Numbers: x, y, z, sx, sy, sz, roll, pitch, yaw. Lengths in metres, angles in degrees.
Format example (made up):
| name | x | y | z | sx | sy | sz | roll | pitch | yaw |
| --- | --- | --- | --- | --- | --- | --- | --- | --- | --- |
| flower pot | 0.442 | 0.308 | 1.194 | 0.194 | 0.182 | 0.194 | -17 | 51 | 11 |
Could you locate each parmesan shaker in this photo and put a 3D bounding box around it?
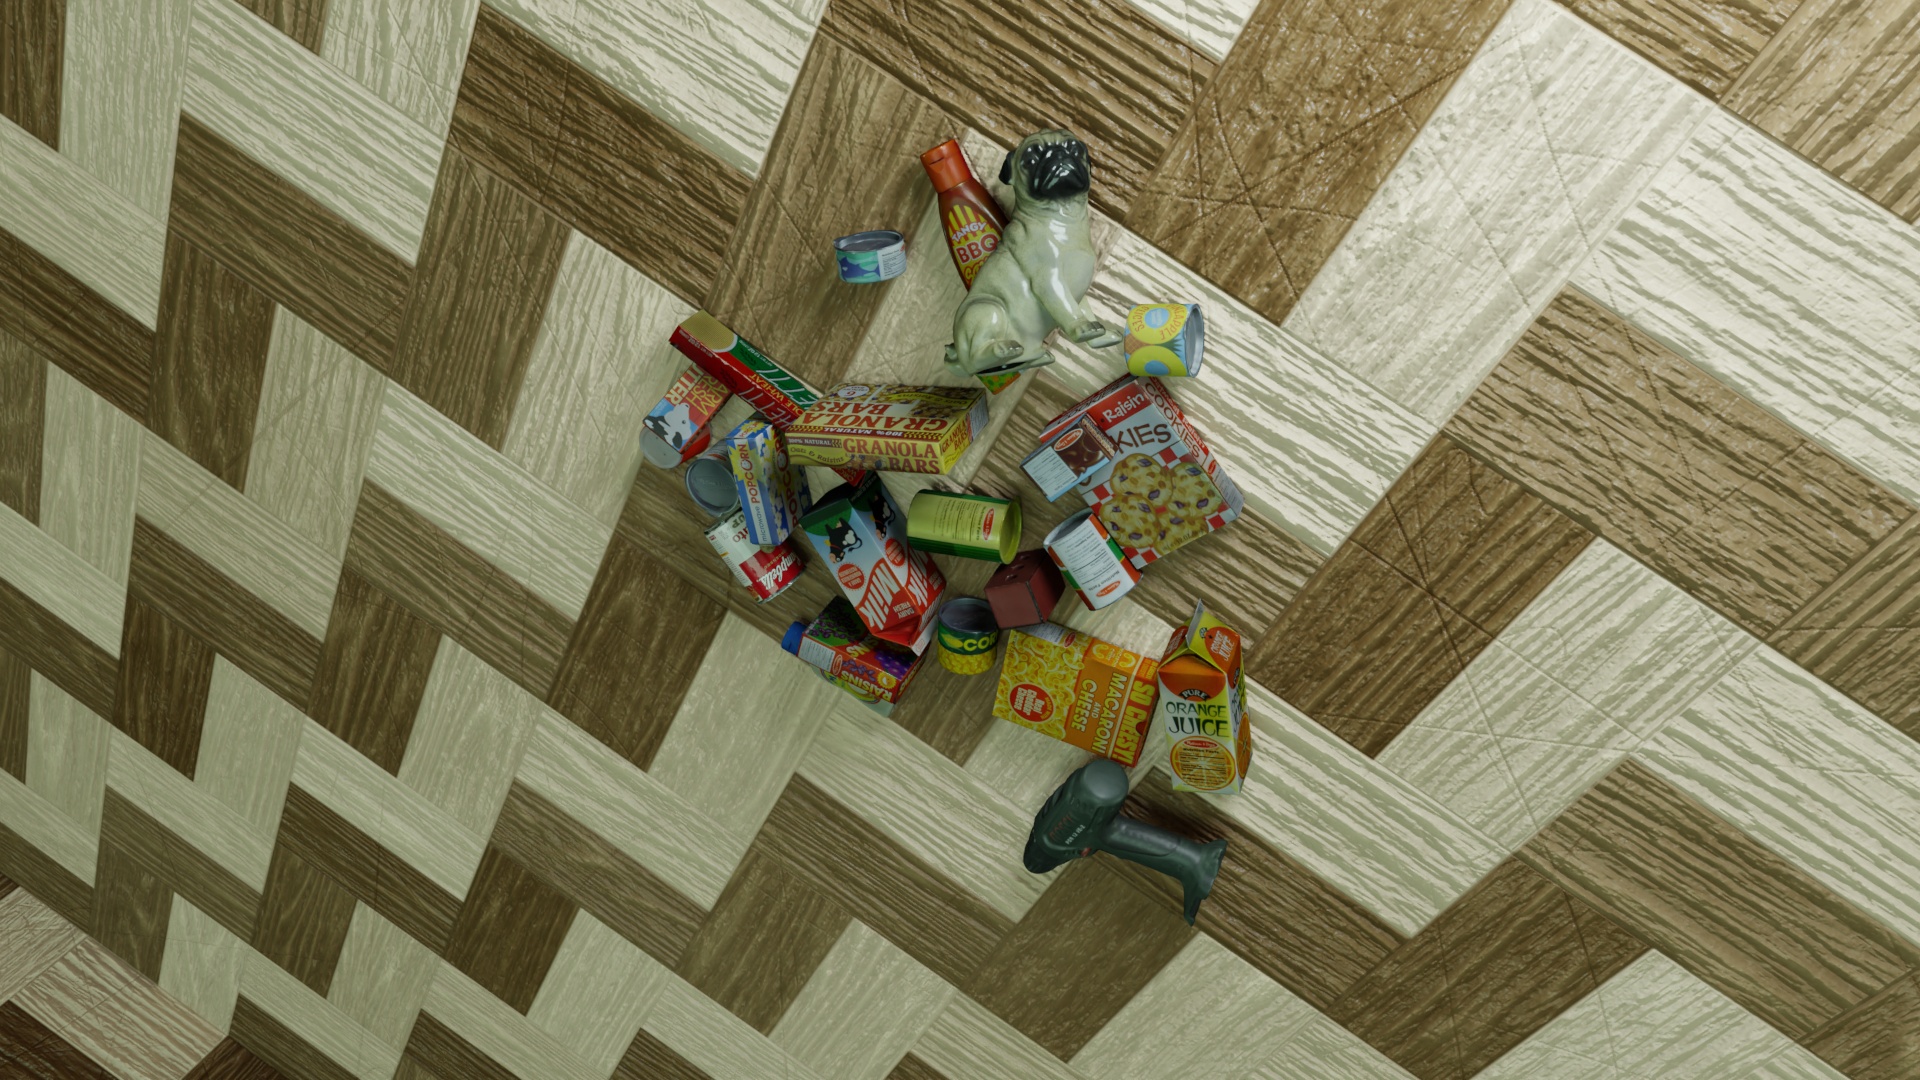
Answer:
| name | x | y | z | sx | sy | sz | roll | pitch | yaw |
| --- | --- | --- | --- | --- | --- | --- | --- | --- | --- |
| parmesan shaker | 0.005 | -0.018 | 1.424 | 0.103 | 0.072 | 0.071 | 8 | 121 | 21 |

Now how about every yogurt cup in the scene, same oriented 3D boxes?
| name | x | y | z | sx | sy | sz | roll | pitch | yaw |
| --- | --- | --- | --- | --- | --- | --- | --- | --- | --- |
| yogurt cup | -0.314 | -0.114 | 1.517 | 0.072 | 0.054 | 0.072 | 11 | 122 | 18 |

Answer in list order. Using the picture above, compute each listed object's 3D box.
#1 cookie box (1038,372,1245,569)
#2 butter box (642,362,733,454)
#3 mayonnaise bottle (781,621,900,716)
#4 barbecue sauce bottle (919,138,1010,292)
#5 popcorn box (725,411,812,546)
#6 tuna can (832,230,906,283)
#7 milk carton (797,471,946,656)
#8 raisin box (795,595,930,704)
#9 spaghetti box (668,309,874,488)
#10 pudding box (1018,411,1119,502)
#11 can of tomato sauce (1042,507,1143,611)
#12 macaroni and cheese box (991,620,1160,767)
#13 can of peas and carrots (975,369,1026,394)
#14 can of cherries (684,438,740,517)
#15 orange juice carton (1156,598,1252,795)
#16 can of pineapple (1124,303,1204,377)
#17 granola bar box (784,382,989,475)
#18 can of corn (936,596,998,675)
| name | x | y | z | sx | sy | sz | roll | pitch | yaw |
| --- | --- | --- | --- | --- | --- | --- | --- | --- | --- |
| cookie box | 0.173 | -0.070 | 1.332 | 0.122 | 0.040 | 0.167 | -30 | 104 | 35 |
| butter box | -0.282 | -0.146 | 1.468 | 0.053 | 0.024 | 0.103 | 40 | 88 | 0 |
| mayonnaise bottle | -0.133 | 0.142 | 1.590 | 0.148 | 0.041 | 0.064 | 28 | 127 | 7 |
| barbecue sauce bottle | 0.011 | -0.292 | 1.274 | 0.064 | 0.044 | 0.148 | -19 | 108 | 25 |
| popcorn box | -0.201 | -0.069 | 1.473 | 0.038 | 0.085 | 0.126 | 2 | 118 | 22 |
| tuna can | -0.087 | -0.269 | 1.318 | 0.071 | 0.071 | 0.032 | 5 | 120 | 22 |
| milk carton | -0.082 | 0.030 | 1.483 | 0.073 | 0.073 | 0.190 | -23 | 107 | 32 |
| raisin box | -0.107 | 0.121 | 1.539 | 0.123 | 0.086 | 0.039 | 25 | 123 | 10 |
| spaghetti box | -0.188 | -0.148 | 1.443 | 0.250 | 0.050 | 0.028 | 38 | 127 | 0 |
| pudding box | 0.103 | -0.078 | 1.313 | 0.083 | 0.030 | 0.049 | -36 | 99 | 36 |
| can of tomato sauce | 0.131 | 0.017 | 1.386 | 0.071 | 0.071 | 0.083 | -29 | 103 | 34 |
| macaroni and cheese box | 0.126 | 0.161 | 1.485 | 0.166 | 0.040 | 0.123 | 20 | 125 | 13 |
| can of peas and carrots | 0.036 | -0.179 | 1.316 | 0.058 | 0.071 | 0.070 | 47 | 126 | -7 |
| can of cherries | -0.257 | -0.069 | 1.515 | 0.071 | 0.059 | 0.071 | 10 | 122 | 17 |
| orange juice carton | 0.247 | 0.159 | 1.410 | 0.073 | 0.072 | 0.191 | 1 | 118 | 24 |
| can of pineapple | 0.183 | -0.181 | 1.246 | 0.058 | 0.071 | 0.070 | 4 | 119 | 23 |
| granola bar box | -0.071 | -0.113 | 1.365 | 0.165 | 0.125 | 0.039 | 5 | 121 | 22 |
| can of corn | 0.010 | 0.103 | 1.487 | 0.071 | 0.071 | 0.058 | 14 | 124 | 17 |
